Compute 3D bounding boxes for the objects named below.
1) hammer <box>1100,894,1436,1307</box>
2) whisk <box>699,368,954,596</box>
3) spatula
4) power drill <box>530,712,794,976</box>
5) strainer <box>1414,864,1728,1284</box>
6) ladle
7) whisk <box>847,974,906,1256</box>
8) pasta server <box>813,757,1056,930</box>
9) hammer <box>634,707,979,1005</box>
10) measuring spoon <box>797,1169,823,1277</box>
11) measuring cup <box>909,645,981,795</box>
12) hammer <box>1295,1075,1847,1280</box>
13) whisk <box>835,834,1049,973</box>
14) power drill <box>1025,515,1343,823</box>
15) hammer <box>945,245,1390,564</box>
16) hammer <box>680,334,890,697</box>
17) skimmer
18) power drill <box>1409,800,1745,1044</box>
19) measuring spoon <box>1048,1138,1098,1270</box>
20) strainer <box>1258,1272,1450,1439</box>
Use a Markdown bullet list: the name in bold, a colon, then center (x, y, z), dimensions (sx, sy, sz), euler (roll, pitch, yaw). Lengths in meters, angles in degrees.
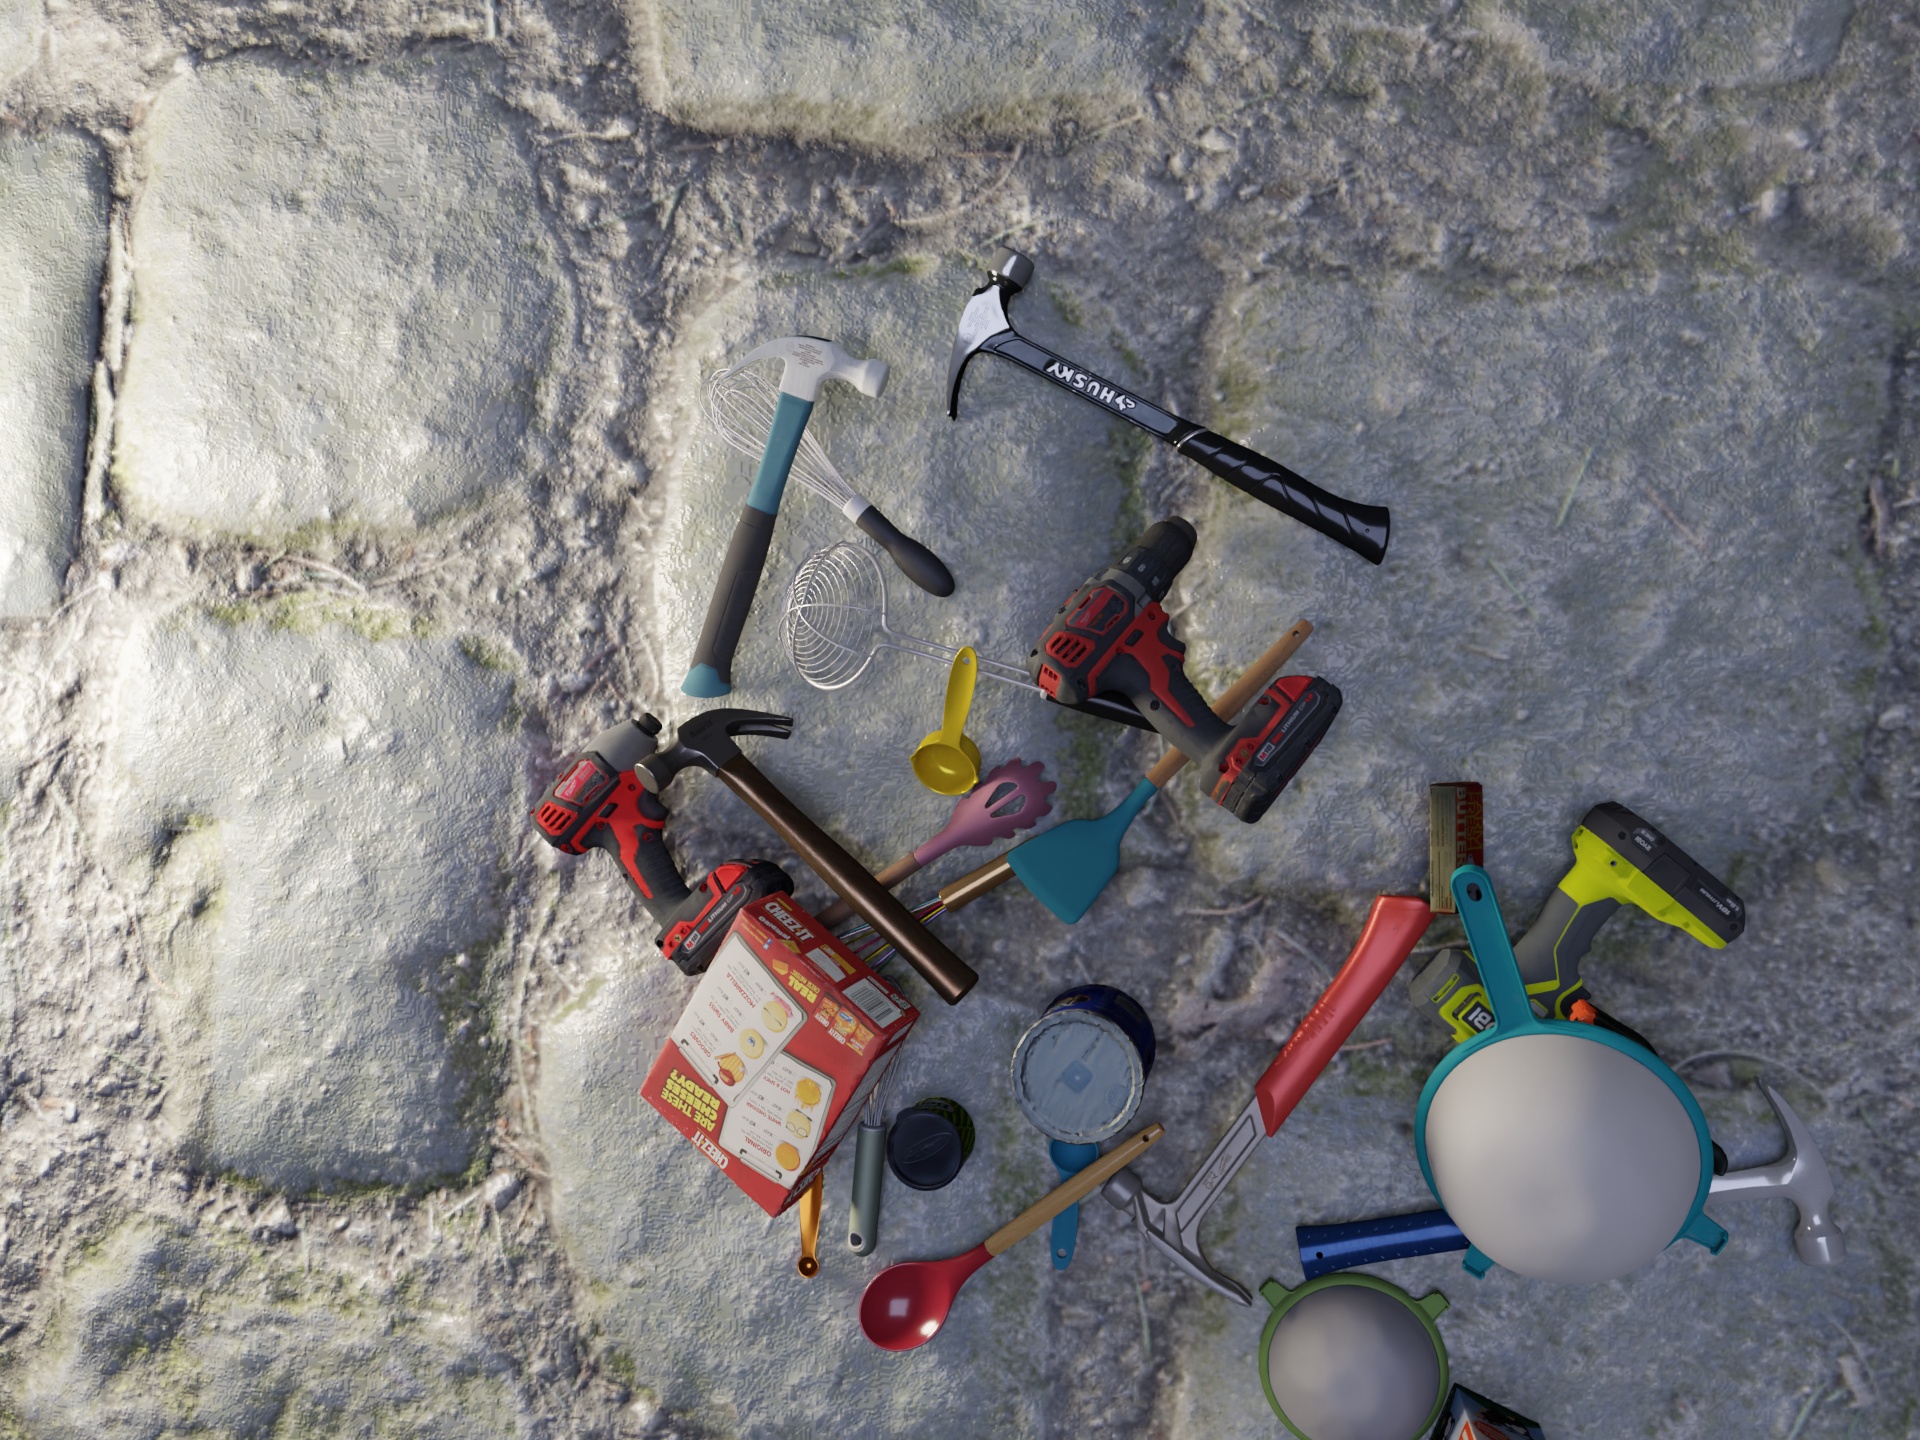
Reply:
- **hammer**: center (0.276, 0.295, 1.294), dimensions (0.149, 0.036, 0.359), euler (37, 96, 12)
- **whisk**: center (-0.112, -0.205, 1.371), dimensions (0.284, 0.070, 0.070), euler (42, 96, 3)
- **spatula**: center (0.176, 0.033, 1.315), dimensions (0.317, 0.044, 0.082), euler (-46, 69, 5)
- **power drill**: center (-0.257, 0.104, 1.382), dimensions (0.220, 0.078, 0.143), euler (43, 96, 11)
- **strainer**: center (0.415, 0.274, 1.153), dimensions (0.211, 0.095, 0.340), euler (-16, 100, 26)
- **ladle**: center (0.043, 0.426, 1.329), dimensions (0.315, 0.031, 0.069), euler (-39, 78, 13)
- **whisk**: center (-0.074, 0.338, 1.358), dimensions (0.058, 0.059, 0.246), euler (8, 96, 31)
- **pasta server**: center (-0.056, 0.133, 1.368), dimensions (0.316, 0.040, 0.060), euler (-35, 83, 12)
- **hammer**: center (-0.113, 0.111, 1.331), dimensions (0.331, 0.031, 0.130), euler (42, 57, 12)
- **measuring spoon**: center (-0.130, 0.425, 1.385), dimensions (0.021, 0.011, 0.117), euler (1, 86, 12)
- **measuring cup**: center (-0.002, -0.004, 1.317), dimensions (0.062, 0.029, 0.156), euler (18, 128, 8)
- **hammer**: center (0.469, 0.384, 1.257), dimensions (0.405, 0.035, 0.144), euler (-12, 87, 10)
- **whisk**: center (-0.031, 0.168, 1.353), dimensions (0.245, 0.047, 0.051), euler (-31, 83, 6)
- **power drill**: center (0.189, -0.048, 1.267), dimensions (0.227, 0.080, 0.188), euler (37, 70, 14)
- **hammer**: center (0.173, -0.239, 1.325), dimensions (0.409, 0.036, 0.149), euler (30, 96, 10)
- **hammer**: center (-0.171, -0.167, 1.348), dimensions (0.128, 0.033, 0.331), euler (22, 108, 4)
- **skimmer**: center (0.017, -0.051, 1.341), dimensions (0.363, 0.090, 0.127), euler (17, 98, 5)
- **power drill**: center (0.488, 0.190, 1.238), dimensions (0.171, 0.080, 0.223), euler (40, 100, 3)
- **measuring spoon**: center (0.092, 0.400, 1.342), dimensions (0.042, 0.021, 0.128), euler (8, 100, 10)
- **strainer**: center (0.313, 0.578, 1.266), dimensions (0.151, 0.069, 0.256), euler (1, 88, 11)
